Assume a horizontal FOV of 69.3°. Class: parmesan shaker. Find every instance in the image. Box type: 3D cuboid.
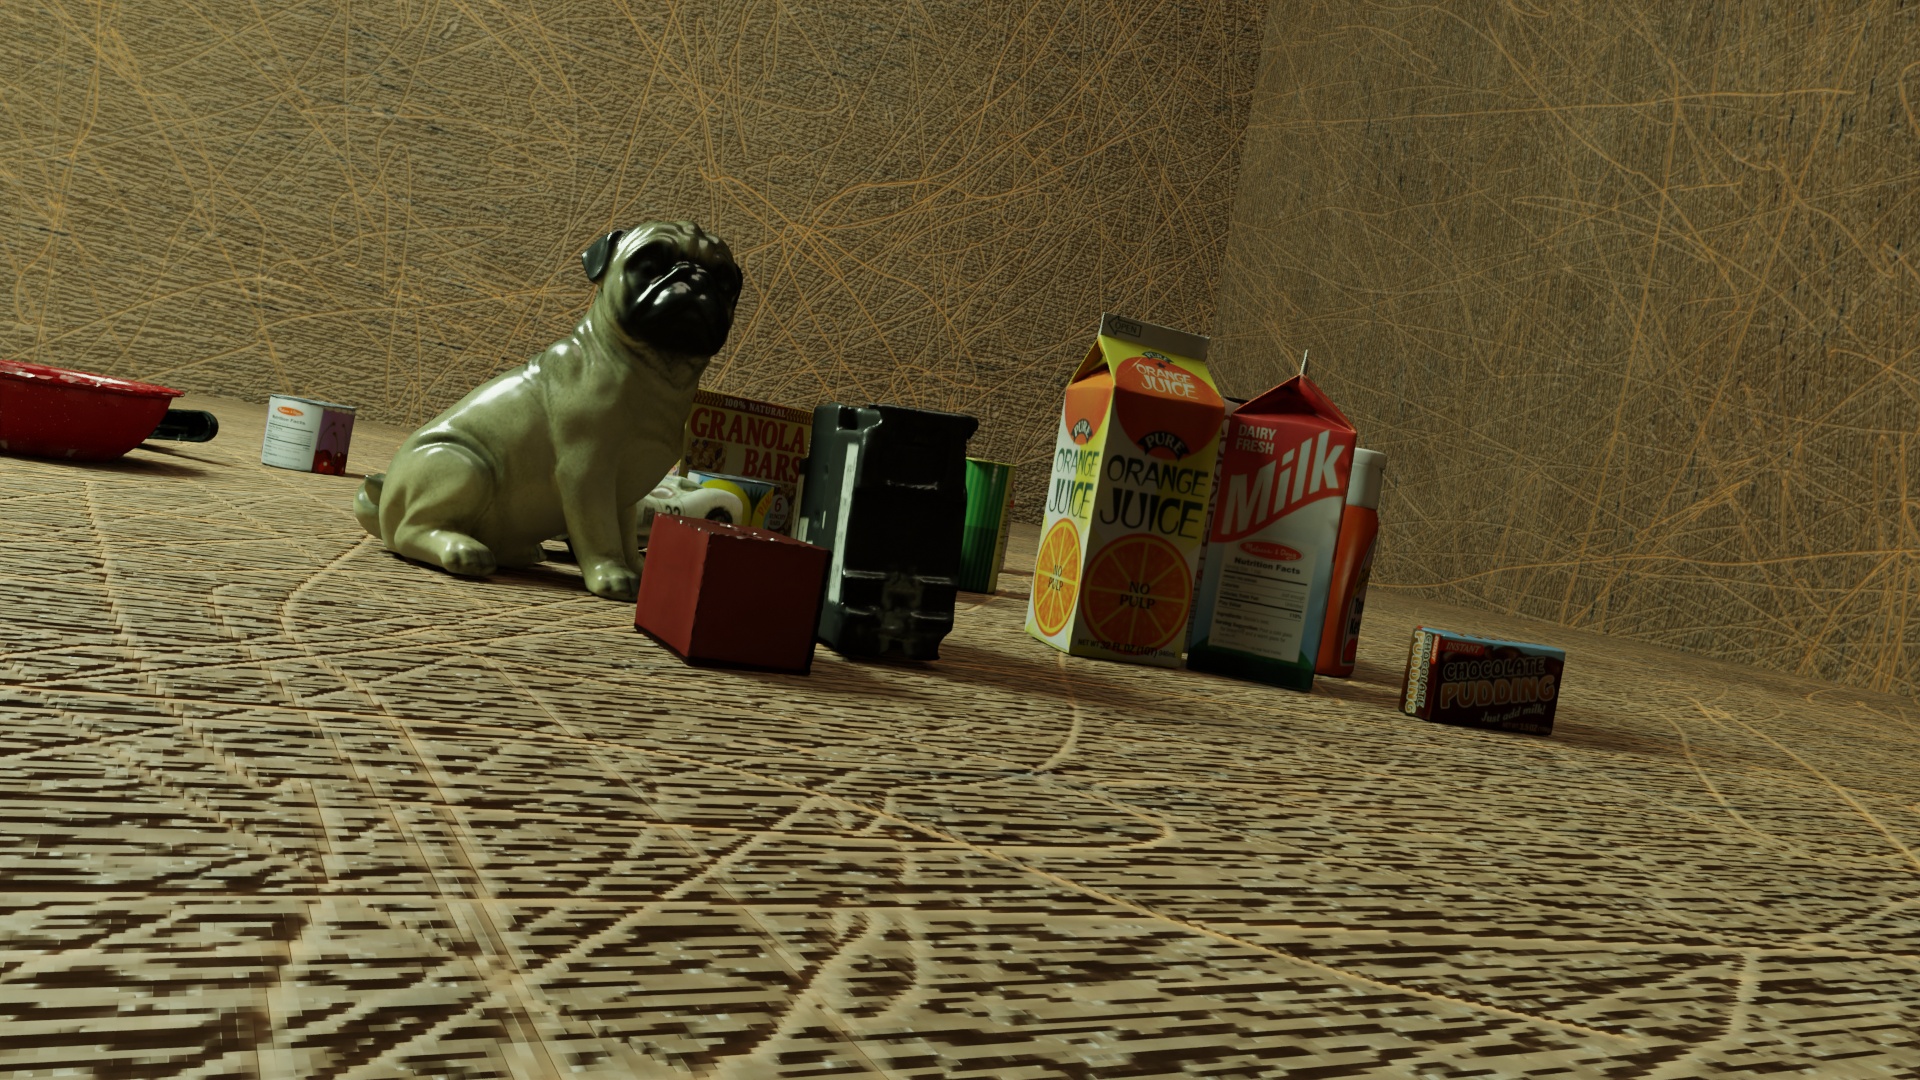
[{"bbox_3d":[0.004,-0.014,1.095,0.071,0.103,0.071,10,2,0],"label":"parmesan shaker"}]

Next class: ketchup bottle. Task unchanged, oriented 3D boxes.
[{"bbox_3d":[0.249,0.013,0.917,0.043,0.148,0.065,11,2,23],"label":"ketchup bottle"}]

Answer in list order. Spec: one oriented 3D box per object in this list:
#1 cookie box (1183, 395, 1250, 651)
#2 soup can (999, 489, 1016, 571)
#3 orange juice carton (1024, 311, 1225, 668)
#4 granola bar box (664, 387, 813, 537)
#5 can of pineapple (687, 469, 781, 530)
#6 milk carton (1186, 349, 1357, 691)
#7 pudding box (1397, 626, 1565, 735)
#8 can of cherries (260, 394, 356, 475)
[{"bbox_3d":[0.121,-0.019,0.934,0.123,0.167,0.040,12,3,43],"label":"cookie box"},{"bbox_3d":[0.015,-0.016,1.389,0.071,0.083,0.071,10,2,0],"label":"soup can"},{"bbox_3d":[0.097,-0.030,0.800,0.072,0.192,0.073,9,2,-18],"label":"orange juice carton"},{"bbox_3d":[-0.205,-0.066,1.233,0.039,0.124,0.166,11,3,31],"label":"granola bar box"},{"bbox_3d":[-0.176,-0.020,1.055,0.071,0.058,0.071,10,2,0],"label":"can of pineapple"},{"bbox_3d":[0.186,-0.014,0.815,0.073,0.190,0.072,10,2,13],"label":"milk carton"},{"bbox_3d":[0.287,0.077,0.763,0.084,0.049,0.030,9,2,-18],"label":"pudding box"},{"bbox_3d":[-0.543,-0.088,1.160,0.071,0.058,0.071,10,2,0],"label":"can of cherries"}]
